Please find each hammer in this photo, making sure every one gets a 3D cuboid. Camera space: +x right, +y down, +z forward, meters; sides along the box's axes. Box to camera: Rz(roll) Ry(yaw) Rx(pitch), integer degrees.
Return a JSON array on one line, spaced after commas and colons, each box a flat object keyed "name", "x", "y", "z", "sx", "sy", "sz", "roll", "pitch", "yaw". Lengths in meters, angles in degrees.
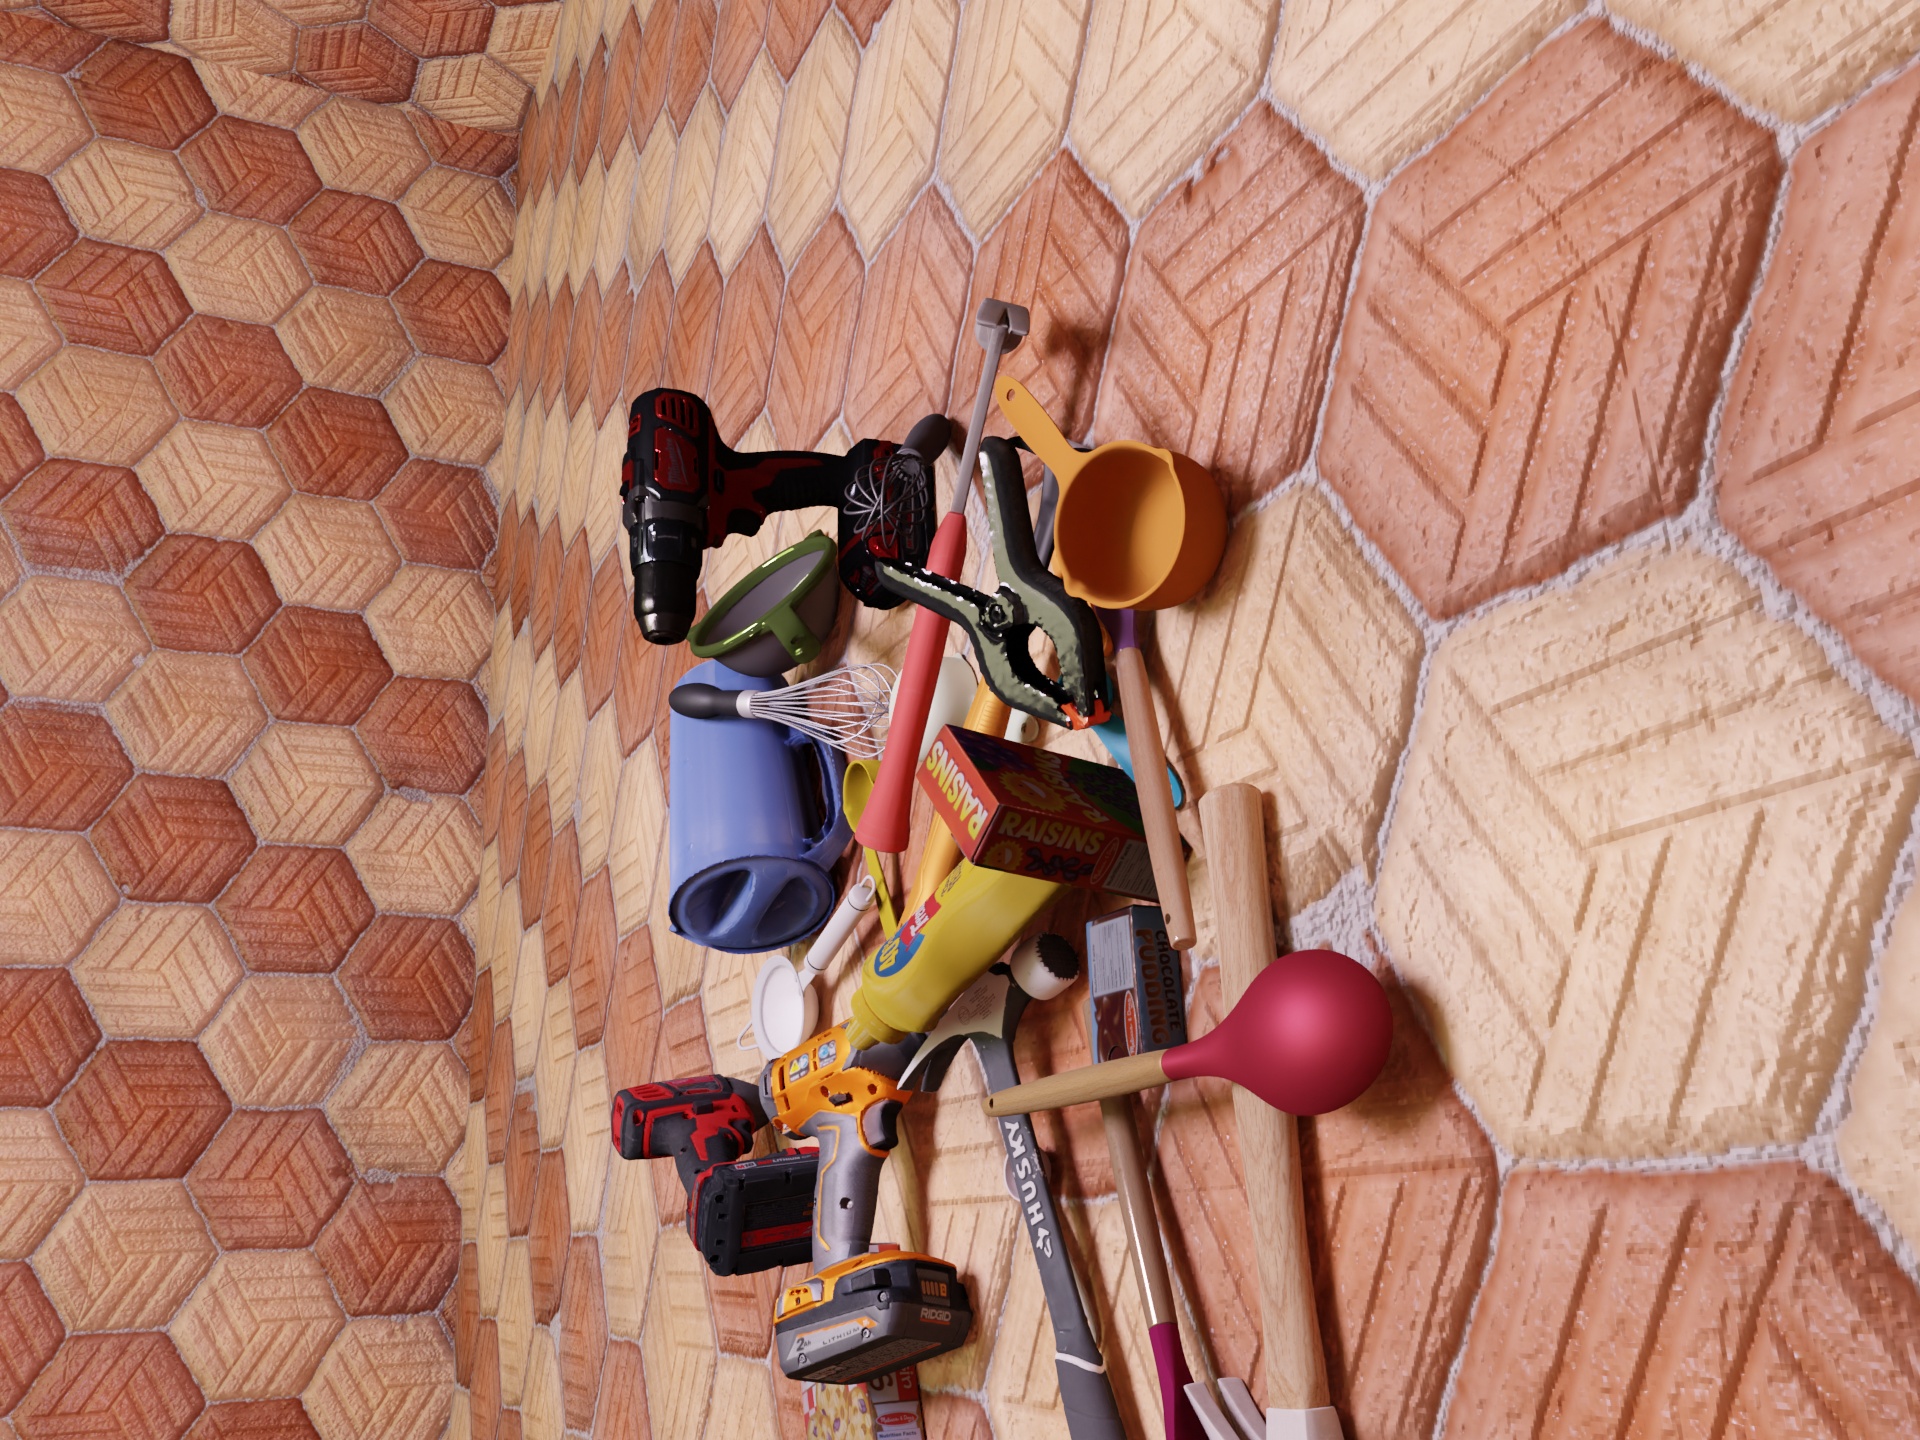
[{"name": "hammer", "x": 0.054, "y": 0.326, "z": 0.854, "sx": 0.149, "sy": 0.036, "sz": 0.409, "roll": -43, "pitch": 47, "yaw": 35}, {"name": "hammer", "x": -0.013, "y": -0.083, "z": 1.001, "sx": 0.149, "sy": 0.036, "sz": 0.359, "roll": -85, "pitch": 8, "yaw": -74}, {"name": "hammer", "x": 0.140, "y": 0.191, "z": 0.731, "sx": 0.130, "sy": 0.031, "sz": 0.331, "roll": -38, "pitch": 51, "yaw": 56}, {"name": "hammer", "x": 0.017, "y": -0.012, "z": 0.991, "sx": 0.127, "sy": 0.034, "sz": 0.337, "roll": -136, "pitch": 60, "yaw": -66}]

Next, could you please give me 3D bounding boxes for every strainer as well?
[{"name": "strainer", "x": -0.134, "y": -0.069, "z": 1.290, "sx": 0.151, "sy": 0.069, "sz": 0.257, "roll": -39, "pitch": 24, "yaw": -3}, {"name": "strainer", "x": -0.112, "y": 0.193, "z": 1.239, "sx": 0.258, "sy": 0.050, "sz": 0.087, "roll": -56, "pitch": 44, "yaw": 44}]

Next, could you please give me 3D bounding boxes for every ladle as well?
[{"name": "ladle", "x": 0.089, "y": 0.169, "z": 0.769, "sx": 0.315, "sy": 0.031, "sz": 0.069, "roll": -34, "pitch": 52, "yaw": 56}]

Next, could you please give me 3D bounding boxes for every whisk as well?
[{"name": "whisk", "x": -0.033, "y": -0.170, "z": 1.071, "sx": 0.239, "sy": 0.055, "sz": 0.055, "roll": -69, "pitch": -2, "yaw": -64}, {"name": "whisk", "x": -0.142, "y": -0.010, "z": 1.240, "sx": 0.285, "sy": 0.070, "sz": 0.070, "roll": 3, "pitch": 87, "yaw": 45}]

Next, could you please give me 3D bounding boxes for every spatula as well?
[{"name": "spatula", "x": 0.096, "y": -0.017, "z": 0.860, "sx": 0.059, "sy": 0.018, "sz": 0.316, "roll": 123, "pitch": 150, "yaw": -45}]

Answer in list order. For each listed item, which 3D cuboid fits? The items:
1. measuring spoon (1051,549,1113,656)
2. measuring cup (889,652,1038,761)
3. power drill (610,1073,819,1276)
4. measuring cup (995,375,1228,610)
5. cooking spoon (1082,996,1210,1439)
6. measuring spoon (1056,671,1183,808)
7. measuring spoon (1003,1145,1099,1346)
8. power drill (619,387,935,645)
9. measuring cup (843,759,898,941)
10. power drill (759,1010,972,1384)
[{"name": "measuring spoon", "x": 0.074, "y": -0.076, "z": 0.962, "sx": 0.021, "sy": 0.011, "sz": 0.117, "roll": -60, "pitch": 31, "yaw": 32}, {"name": "measuring cup", "x": -0.002, "y": -0.003, "z": 1.065, "sx": 0.168, "sy": 0.038, "sz": 0.083, "roll": 13, "pitch": 96, "yaw": 63}, {"name": "power drill", "x": -0.176, "y": 0.342, "z": 1.250, "sx": 0.220, "sy": 0.143, "sz": 0.078, "roll": 21, "pitch": 108, "yaw": 57}, {"name": "measuring cup", "x": 0.078, "y": -0.131, "z": 0.865, "sx": 0.095, "sy": 0.052, "sz": 0.174, "roll": -55, "pitch": 52, "yaw": 29}, {"name": "cooking spoon", "x": 0.095, "y": 0.277, "z": 0.791, "sx": 0.017, "sy": 0.068, "sz": 0.319, "roll": -26, "pitch": 46, "yaw": 19}, {"name": "measuring spoon", "x": 0.094, "y": 0.011, "z": 0.894, "sx": 0.042, "sy": 0.021, "sz": 0.129, "roll": -57, "pitch": 42, "yaw": 18}, {"name": "measuring spoon", "x": 0.057, "y": 0.298, "z": 0.907, "sx": 0.034, "sy": 0.018, "sz": 0.124, "roll": -48, "pitch": 47, "yaw": 30}, {"name": "power drill", "x": -0.136, "y": -0.135, "z": 1.158, "sx": 0.080, "sy": 0.226, "sz": 0.188, "roll": 145, "pitch": 127, "yaw": -58}, {"name": "measuring cup", "x": -0.052, "y": 0.103, "z": 1.177, "sx": 0.062, "sy": 0.029, "sz": 0.157, "roll": -39, "pitch": 61, "yaw": 58}, {"name": "power drill", "x": -0.057, "y": 0.301, "z": 1.049, "sx": 0.164, "sy": 0.084, "sz": 0.227, "roll": -34, "pitch": 48, "yaw": 31}]
